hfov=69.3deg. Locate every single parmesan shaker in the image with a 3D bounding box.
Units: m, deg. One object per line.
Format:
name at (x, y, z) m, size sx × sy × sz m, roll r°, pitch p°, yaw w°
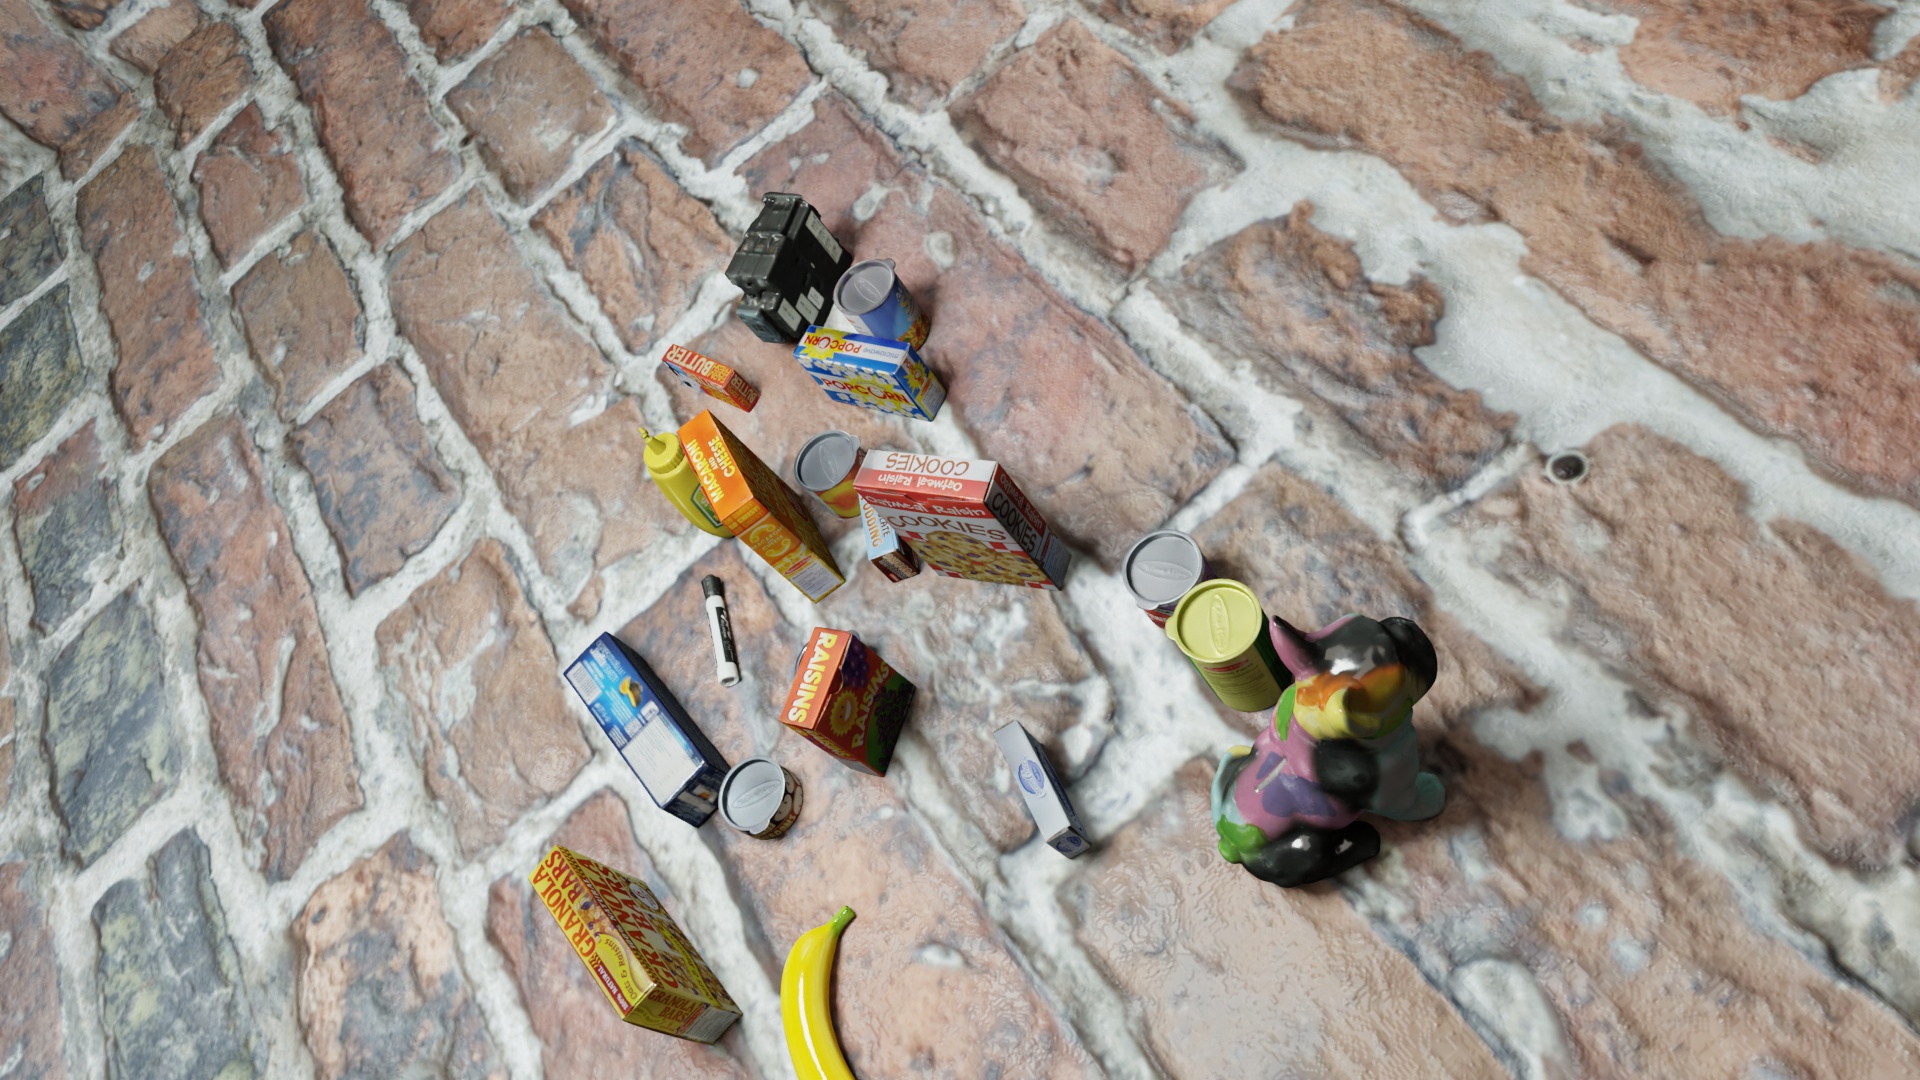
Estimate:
parmesan shaker at (0.203, 0.080, 1.041) m, size 0.071 × 0.103 × 0.071 m, roll -12°, pitch 58°, yaw 21°

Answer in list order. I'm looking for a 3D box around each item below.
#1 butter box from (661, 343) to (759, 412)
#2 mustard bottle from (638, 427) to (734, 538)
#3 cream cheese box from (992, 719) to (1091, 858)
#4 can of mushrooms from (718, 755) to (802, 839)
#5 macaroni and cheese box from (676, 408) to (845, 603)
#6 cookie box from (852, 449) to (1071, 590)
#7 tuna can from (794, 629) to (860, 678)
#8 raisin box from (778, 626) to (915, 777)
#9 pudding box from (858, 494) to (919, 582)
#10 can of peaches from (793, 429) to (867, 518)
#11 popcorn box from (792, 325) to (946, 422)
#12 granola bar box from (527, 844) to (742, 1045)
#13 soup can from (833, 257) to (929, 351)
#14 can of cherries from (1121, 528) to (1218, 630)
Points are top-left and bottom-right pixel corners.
butter box at (-0.261, -0.170, 1.450) m, size 0.103 × 0.053 × 0.024 m, roll 25°, pitch 76°, yaw 35°
mustard bottle at (-0.257, -0.060, 1.319) m, size 0.049 × 0.160 × 0.065 m, roll 26°, pitch 77°, yaw 35°
cream cheese box at (0.063, 0.193, 1.078) m, size 0.024 × 0.053 × 0.104 m, roll -33°, pitch 53°, yaw 7°
can of mushrooms at (-0.171, 0.223, 1.192) m, size 0.071 × 0.033 × 0.071 m, roll -12°, pitch 58°, yaw 21°
macaroni and cheese box at (-0.180, -0.029, 1.257) m, size 0.040 × 0.166 × 0.124 m, roll -36°, pitch 53°, yaw 5°
cookie box at (0.004, -0.014, 1.156) m, size 0.123 × 0.167 × 0.040 m, roll 7°, pitch 67°, yaw 30°
tuna can at (-0.108, 0.113, 1.224) m, size 0.071 × 0.032 × 0.071 m, roll -12°, pitch 58°, yaw 21°
raisin box at (-0.091, 0.135, 1.146) m, size 0.040 × 0.123 × 0.086 m, roll 8°, pitch 67°, yaw 30°
pudding box at (-0.065, -0.010, 1.262) m, size 0.030 × 0.049 × 0.084 m, roll -22°, pitch 55°, yaw 15°
can of peaches at (-0.112, -0.063, 1.311) m, size 0.071 × 0.058 × 0.071 m, roll -12°, pitch 58°, yaw 21°
popcorn box at (-0.087, -0.161, 1.337) m, size 0.127 × 0.085 × 0.038 m, roll 15°, pitch 71°, yaw 33°
granola bar box at (-0.264, 0.328, 1.122) m, size 0.039 × 0.124 × 0.166 m, roll -48°, pitch 53°, yaw -4°
soup can at (-0.074, -0.228, 1.370) m, size 0.071 × 0.083 × 0.071 m, roll -12°, pitch 58°, yaw 21°
can of cherries at (0.168, 0.035, 1.113) m, size 0.071 × 0.058 × 0.072 m, roll -12°, pitch 58°, yaw 21°
